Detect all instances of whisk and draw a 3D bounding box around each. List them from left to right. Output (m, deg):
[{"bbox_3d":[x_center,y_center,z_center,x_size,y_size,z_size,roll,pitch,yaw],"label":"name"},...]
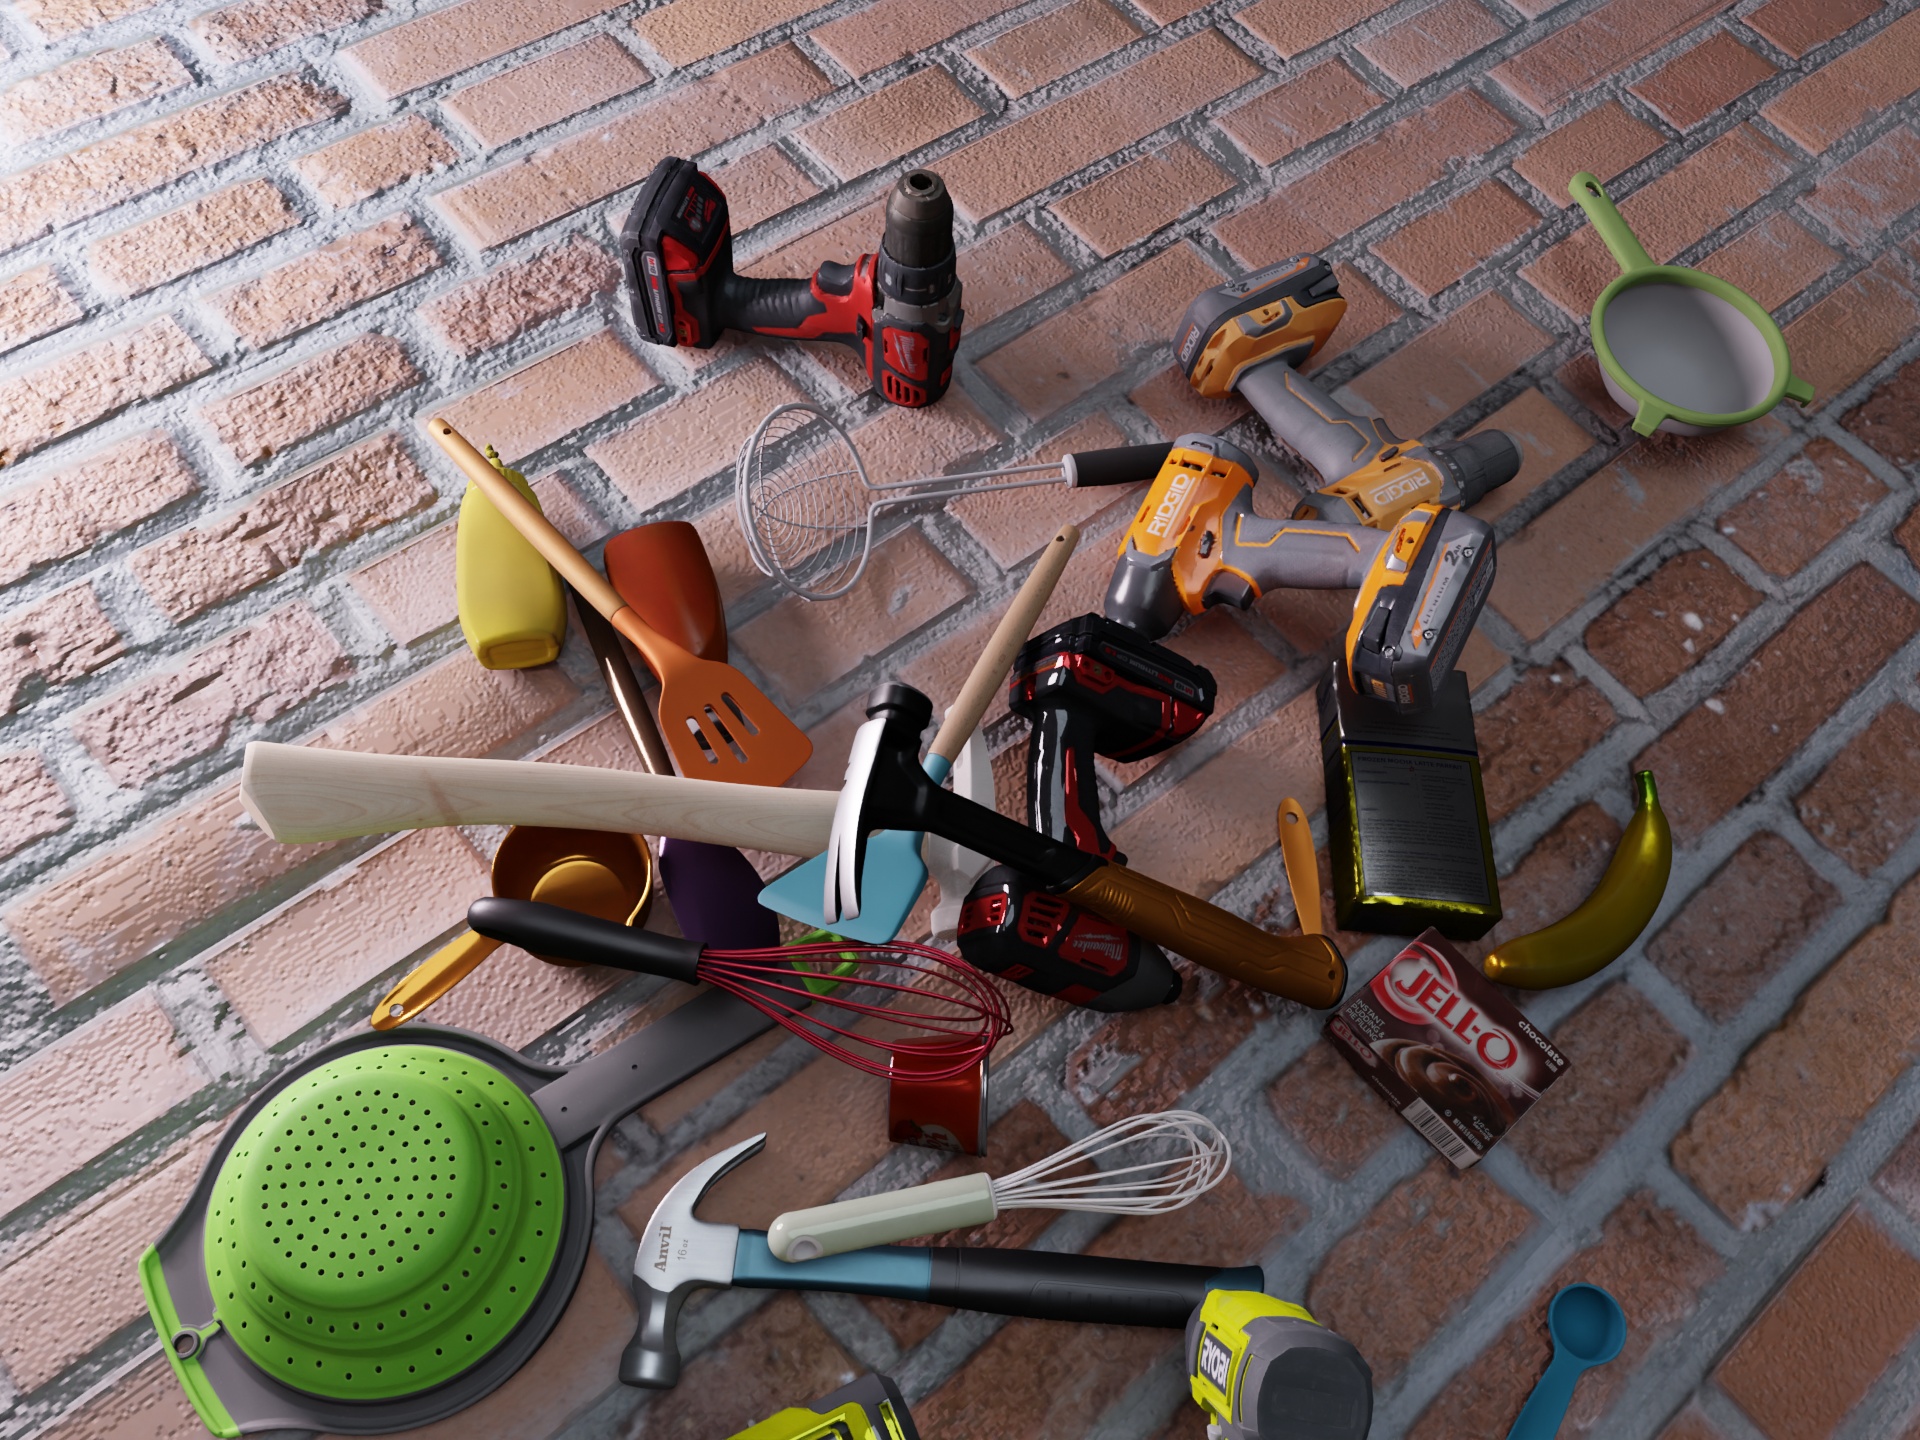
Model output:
[{"bbox_3d":[-0.117,0.132,0.833,0.296,0.073,0.073,12,60,5],"label":"whisk"},{"bbox_3d":[0.022,0.244,0.824,0.246,0.057,0.059,-9,30,-10],"label":"whisk"}]

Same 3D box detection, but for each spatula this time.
[{"bbox_3d":[-0.220,-0.074,0.960,0.081,0.041,0.323,-38,71,-25],"label":"spatula"},{"bbox_3d":[-0.181,0.021,0.949,0.059,0.018,0.316,-8,54,-33],"label":"spatula"},{"bbox_3d":[-0.001,-0.003,0.912,0.082,0.044,0.318,15,59,26],"label":"spatula"}]

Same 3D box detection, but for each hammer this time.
[{"bbox_3d":[-0.170,0.038,0.873,0.410,0.038,0.146,7,68,-24],"label":"hammer"},{"bbox_3d":[-0.003,0.294,0.835,0.331,0.033,0.128,7,62,-5],"label":"hammer"},{"bbox_3d":[0.081,0.100,0.864,0.336,0.034,0.127,25,64,-25],"label":"hammer"}]

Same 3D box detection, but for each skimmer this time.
[{"bbox_3d":[0.027,-0.161,1.059,0.363,0.090,0.127,-10,95,-16],"label":"skimmer"}]

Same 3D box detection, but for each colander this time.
[{"bbox_3d":[-0.222,0.202,0.817,0.397,0.094,0.205,-29,69,-22],"label":"colander"}]

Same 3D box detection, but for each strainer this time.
[{"bbox_3d":[0.525,-0.311,1.228,0.151,0.069,0.257,-12,63,-12],"label":"strainer"}]

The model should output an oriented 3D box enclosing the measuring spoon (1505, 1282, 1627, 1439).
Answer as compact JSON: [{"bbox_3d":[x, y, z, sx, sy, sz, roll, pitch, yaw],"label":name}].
[{"bbox_3d":[0.315,0.363,0.857,0.042,0.021,0.129,34,71,11],"label":"measuring spoon"}]

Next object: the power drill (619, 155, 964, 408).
[{"bbox_3d":[-0.107,-0.307,1.067,0.226,0.187,0.080,15,61,5],"label":"power drill"}]

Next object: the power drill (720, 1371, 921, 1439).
[{"bbox_3d":[-0.076,0.441,0.719,0.190,0.080,0.229,-20,63,-19],"label":"power drill"}]

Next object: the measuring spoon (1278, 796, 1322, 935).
[{"bbox_3d":[0.212,0.100,0.989,0.021,0.011,0.117,2,57,-8],"label":"measuring spoon"}]

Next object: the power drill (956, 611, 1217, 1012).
[{"bbox_3d":[0.082,0.061,0.940,0.143,0.078,0.220,25,62,-26],"label":"power drill"}]

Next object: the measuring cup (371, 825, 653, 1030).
[{"bbox_3d":[-0.248,0.120,0.884,0.173,0.052,0.095,-39,73,-23],"label":"measuring cup"}]

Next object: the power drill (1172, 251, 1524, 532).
[{"bbox_3d":[0.281,-0.224,1.139,0.185,0.084,0.226,-25,72,-20],"label":"power drill"}]

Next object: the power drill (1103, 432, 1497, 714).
[{"bbox_3d":[0.205,-0.084,1.016,0.227,0.084,0.164,21,74,28],"label":"power drill"}]

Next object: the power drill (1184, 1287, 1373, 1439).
[{"bbox_3d":[0.124,0.379,0.725,0.080,0.171,0.223,12,78,-2],"label":"power drill"}]
